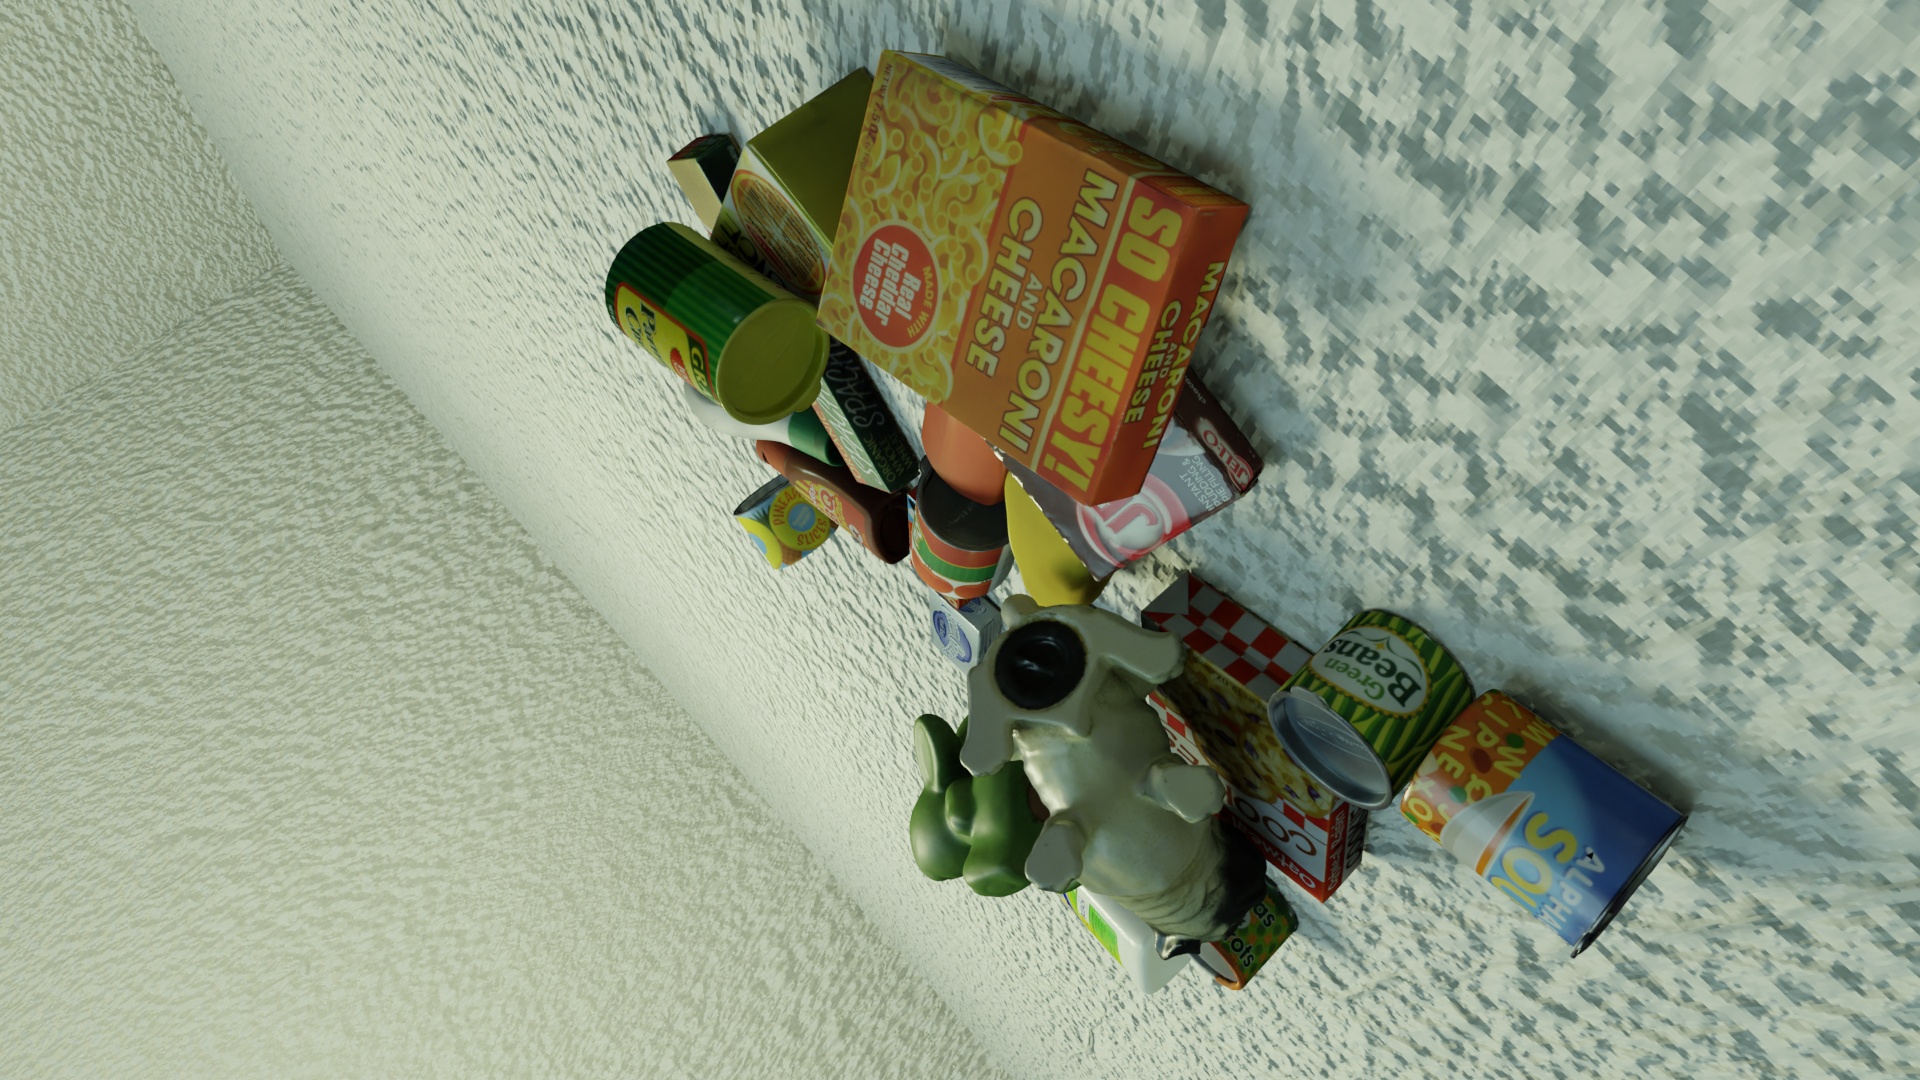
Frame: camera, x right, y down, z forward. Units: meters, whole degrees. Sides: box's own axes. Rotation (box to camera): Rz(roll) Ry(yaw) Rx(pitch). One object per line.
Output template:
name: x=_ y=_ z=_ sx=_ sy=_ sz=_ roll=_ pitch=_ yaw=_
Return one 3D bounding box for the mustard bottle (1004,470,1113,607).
mustard bottle: x=0.057 y=0.002 z=0.749 sx=0.065 sy=0.049 sz=0.159 roll=42 pitch=160 yaw=20

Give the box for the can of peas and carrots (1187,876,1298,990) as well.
can of peas and carrots: x=0.183 y=0.257 z=0.931 sx=0.071 sy=0.059 sz=0.070 roll=42 pitch=159 yaw=20

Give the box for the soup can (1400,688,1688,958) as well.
soup can: x=0.225 y=0.110 z=0.544 sx=0.084 sy=0.071 sz=0.071 roll=38 pitch=158 yaw=30

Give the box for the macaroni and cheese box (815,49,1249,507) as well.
macaroni and cheese box: x=0.021 y=-0.108 z=0.554 sx=0.167 sy=0.040 sz=0.123 roll=37 pitch=123 yaw=32

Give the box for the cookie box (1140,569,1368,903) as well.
cookie box: x=0.158 y=0.107 z=0.737 sx=0.123 sy=0.040 sz=0.166 roll=37 pitch=156 yaw=34

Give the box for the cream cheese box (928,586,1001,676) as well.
cream cheese box: x=0.003 y=0.064 z=1.022 sx=0.053 sy=0.024 sz=0.103 roll=41 pitch=159 yaw=19

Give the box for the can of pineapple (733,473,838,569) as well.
can of pineapple: x=-0.139 y=-0.018 z=1.120 sx=0.057 sy=0.071 sz=0.071 roll=55 pitch=160 yaw=-15

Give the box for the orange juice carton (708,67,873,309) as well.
orange juice carton: x=-0.077 y=-0.155 z=0.717 sx=0.073 sy=0.072 sz=0.192 roll=51 pitch=161 yaw=-4

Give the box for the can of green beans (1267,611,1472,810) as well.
can of green beans: x=0.177 y=0.073 z=0.601 sx=0.071 sy=0.058 sz=0.071 roll=43 pitch=160 yaw=20

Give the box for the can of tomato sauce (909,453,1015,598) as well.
can of tomato sauce: x=0.003 y=-0.010 z=0.818 sx=0.071 sy=0.071 sz=0.082 roll=45 pitch=161 yaw=13

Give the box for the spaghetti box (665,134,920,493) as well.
spaghetti box: x=-0.100 y=-0.136 z=0.872 sx=0.050 sy=0.029 sz=0.249 roll=20 pitch=145 yaw=56

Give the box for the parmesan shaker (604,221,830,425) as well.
parmesan shaker: x=-0.121 y=-0.108 z=0.691 sx=0.103 sy=0.071 sz=0.071 roll=35 pitch=156 yaw=35

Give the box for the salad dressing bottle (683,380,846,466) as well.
salad dressing bottle: x=-0.133 y=-0.092 z=0.983 sx=0.148 sy=0.064 sz=0.043 roll=25 pitch=140 yaw=35

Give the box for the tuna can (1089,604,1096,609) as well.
tuna can: x=0.071 y=0.067 z=0.863 sx=0.071 sy=0.033 sz=0.070 roll=42 pitch=159 yaw=20

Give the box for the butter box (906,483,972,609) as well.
butter box: x=-0.010 y=0.003 z=0.937 sx=0.053 sy=0.024 sz=0.103 roll=43 pitch=159 yaw=20

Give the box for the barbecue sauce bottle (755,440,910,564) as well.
barbecue sauce bottle: x=-0.091 y=-0.042 z=1.004 sx=0.149 sy=0.044 sz=0.064 roll=36 pitch=157 yaw=36

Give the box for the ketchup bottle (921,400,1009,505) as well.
ketchup bottle: x=0.014 y=-0.073 z=0.714 sx=0.065 sy=0.044 sz=0.148 roll=45 pitch=160 yaw=12
